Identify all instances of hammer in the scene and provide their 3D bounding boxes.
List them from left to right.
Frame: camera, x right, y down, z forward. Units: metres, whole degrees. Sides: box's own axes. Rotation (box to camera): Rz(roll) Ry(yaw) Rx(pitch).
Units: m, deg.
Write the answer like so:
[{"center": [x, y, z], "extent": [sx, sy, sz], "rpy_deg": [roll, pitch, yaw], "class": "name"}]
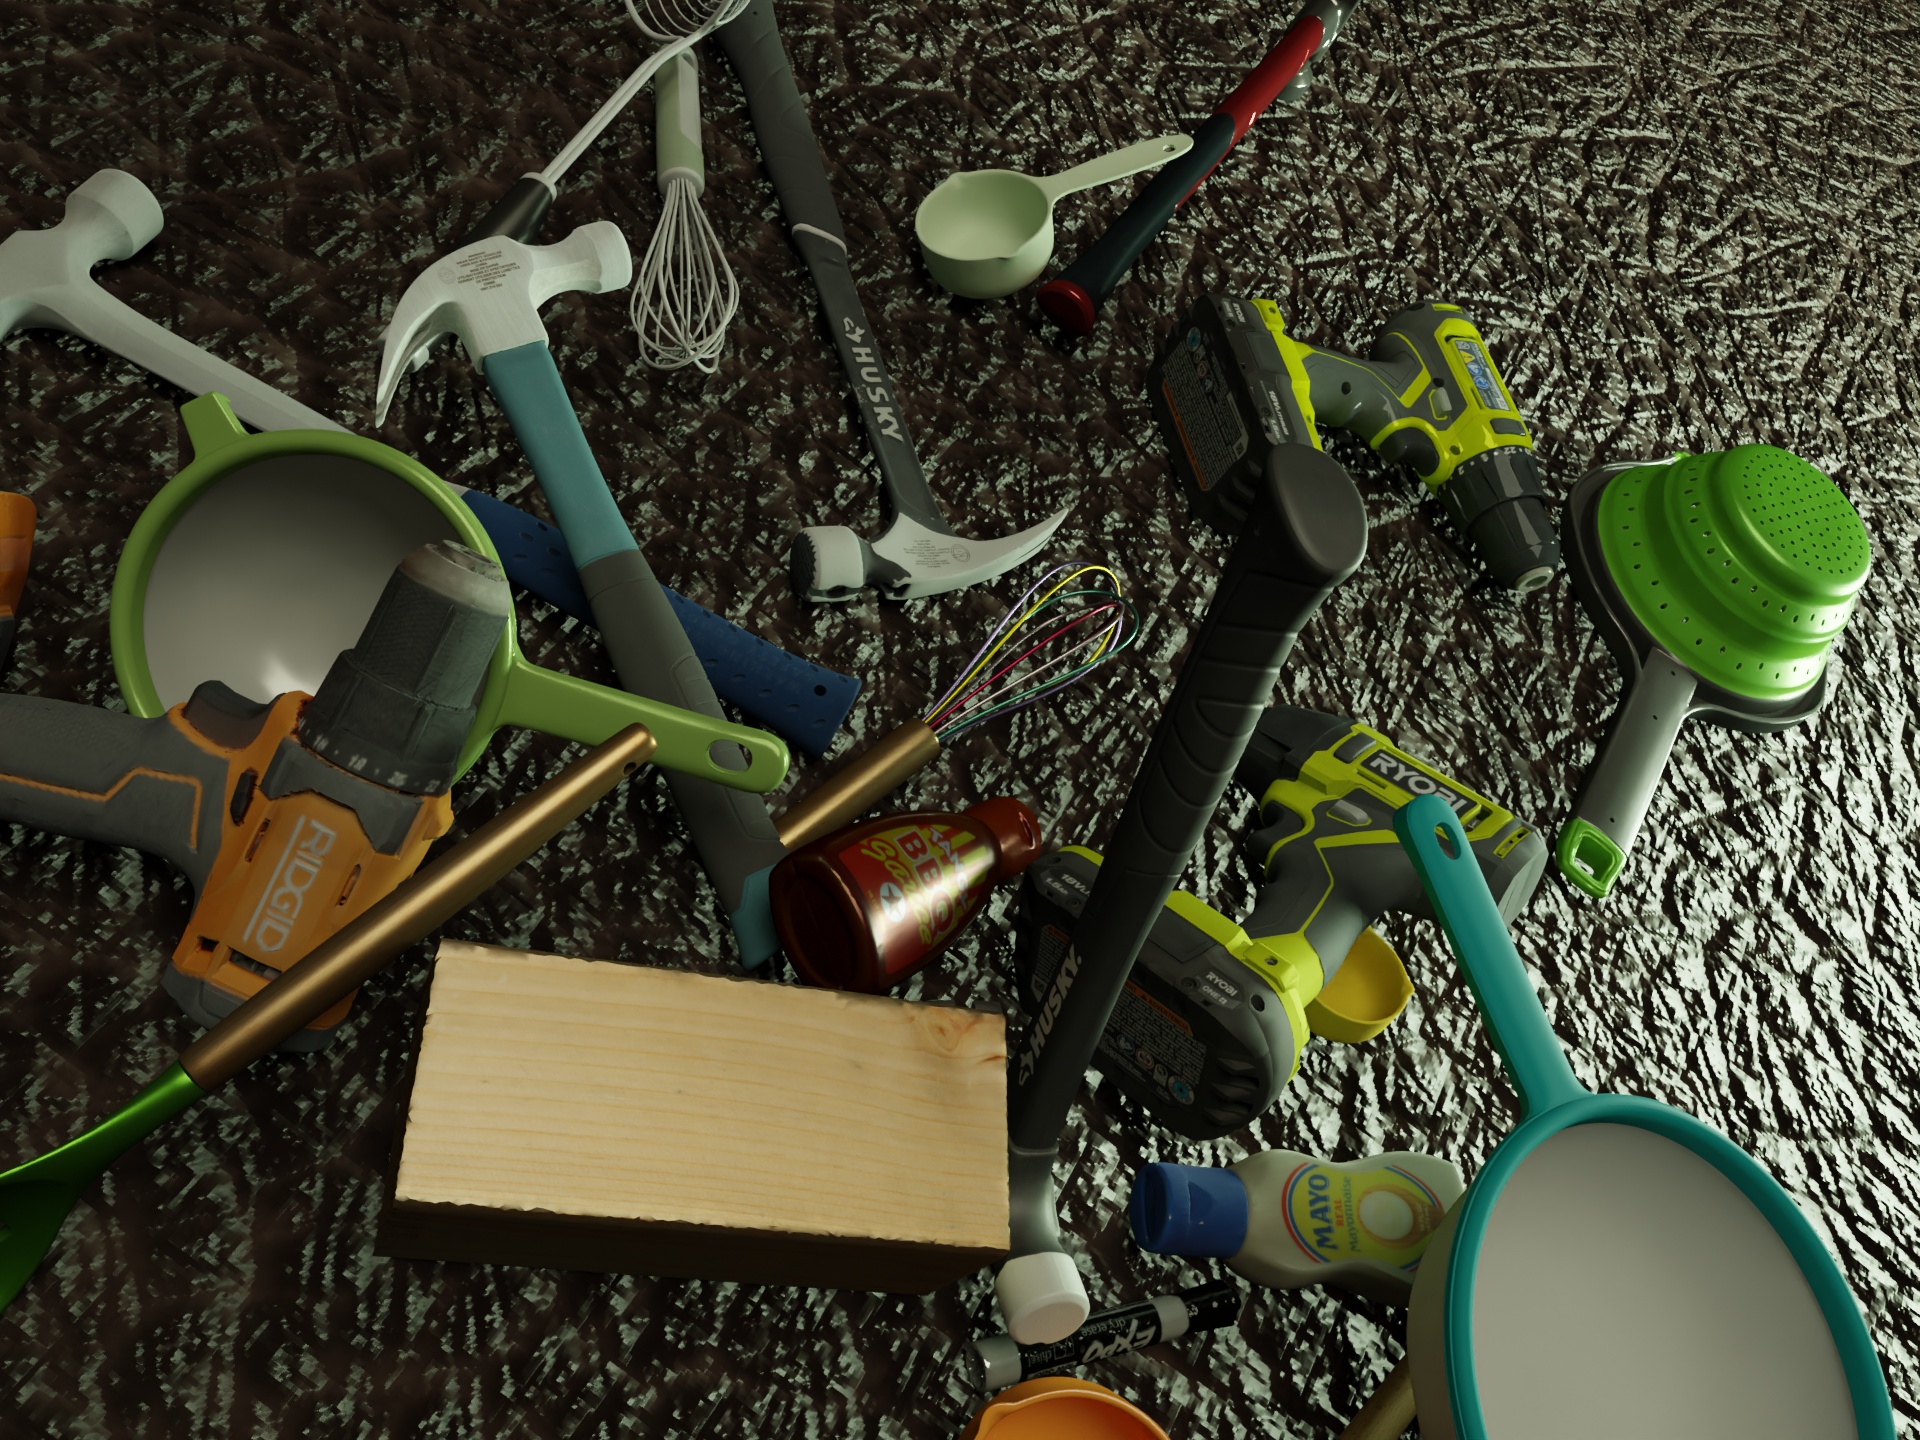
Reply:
[{"center": [-0.232, -0.092, 0.690], "extent": [0.405, 0.035, 0.144], "rpy_deg": [29, 54, -6], "class": "hammer"}, {"center": [-0.140, -0.054, 0.664], "extent": [0.128, 0.033, 0.331], "rpy_deg": [-22, 81, -26], "class": "hammer"}, {"center": [-0.065, -0.242, 0.855], "extent": [0.149, 0.036, 0.409], "rpy_deg": [-5, 64, -28], "class": "hammer"}, {"center": [0.057, 0.057, 0.557], "extent": [0.035, 0.334, 0.146], "rpy_deg": [5, 35, -22], "class": "hammer"}, {"center": [0.160, -0.364, 0.974], "extent": [0.038, 0.143, 0.386], "rpy_deg": [37, 58, 0], "class": "hammer"}]

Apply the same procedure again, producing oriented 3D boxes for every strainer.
[{"center": [-0.188, -0.020, 0.616], "extent": [0.256, 0.069, 0.151], "rpy_deg": [16, 96, -2], "class": "strainer"}, {"center": [0.224, 0.200, 0.628], "extent": [0.211, 0.095, 0.341], "rpy_deg": [-8, 68, -30], "class": "strainer"}]

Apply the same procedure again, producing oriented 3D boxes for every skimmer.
[{"center": [-0.199, -0.328, 0.797], "extent": [0.090, 0.127, 0.363], "rpy_deg": [49, 56, -34], "class": "skimmer"}]

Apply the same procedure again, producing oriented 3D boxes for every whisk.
[{"center": [-0.146, -0.275, 0.832], "extent": [0.057, 0.059, 0.247], "rpy_deg": [39, 35, -49], "class": "whisk"}, {"center": [0.000, -0.001, 0.739], "extent": [0.051, 0.047, 0.245], "rpy_deg": [41, 57, 18], "class": "whisk"}]

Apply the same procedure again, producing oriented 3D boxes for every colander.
[{"center": [0.441, -0.051, 0.930], "extent": [0.204, 0.094, 0.397], "rpy_deg": [39, 53, 1], "class": "colander"}]

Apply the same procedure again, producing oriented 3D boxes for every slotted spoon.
[{"center": [-0.226, 0.099, 0.518], "extent": [0.314, 0.070, 0.031], "rpy_deg": [-39, 63, -19], "class": "slotted spoon"}]

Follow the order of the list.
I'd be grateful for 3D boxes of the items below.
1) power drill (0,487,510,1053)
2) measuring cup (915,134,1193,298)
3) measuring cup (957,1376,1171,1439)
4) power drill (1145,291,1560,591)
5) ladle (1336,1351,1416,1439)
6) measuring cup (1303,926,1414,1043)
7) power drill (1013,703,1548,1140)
[{"center": [-0.280, -0.012, 0.546], "extent": [0.226, 0.084, 0.185], "rpy_deg": [27, 95, -6], "class": "power drill"}, {"center": [0.056, -0.287, 0.897], "extent": [0.167, 0.038, 0.083], "rpy_deg": [-23, 55, -8], "class": "measuring cup"}, {"center": [0.003, 0.305, 0.559], "extent": [0.173, 0.052, 0.095], "rpy_deg": [-36, 82, -10], "class": "measuring cup"}, {"center": [0.236, -0.161, 0.917], "extent": [0.228, 0.080, 0.191], "rpy_deg": [-2, 62, -28], "class": "power drill"}, {"center": [0.136, 0.310, 0.622], "extent": [0.315, 0.031, 0.069], "rpy_deg": [-31, 101, -37], "class": "ladle"}, {"center": [0.186, 0.091, 0.781], "extent": [0.062, 0.029, 0.157], "rpy_deg": [17, 43, -3], "class": "measuring cup"}, {"center": [0.134, 0.072, 0.717], "extent": [0.171, 0.080, 0.223], "rpy_deg": [34, 46, 31], "class": "power drill"}]
